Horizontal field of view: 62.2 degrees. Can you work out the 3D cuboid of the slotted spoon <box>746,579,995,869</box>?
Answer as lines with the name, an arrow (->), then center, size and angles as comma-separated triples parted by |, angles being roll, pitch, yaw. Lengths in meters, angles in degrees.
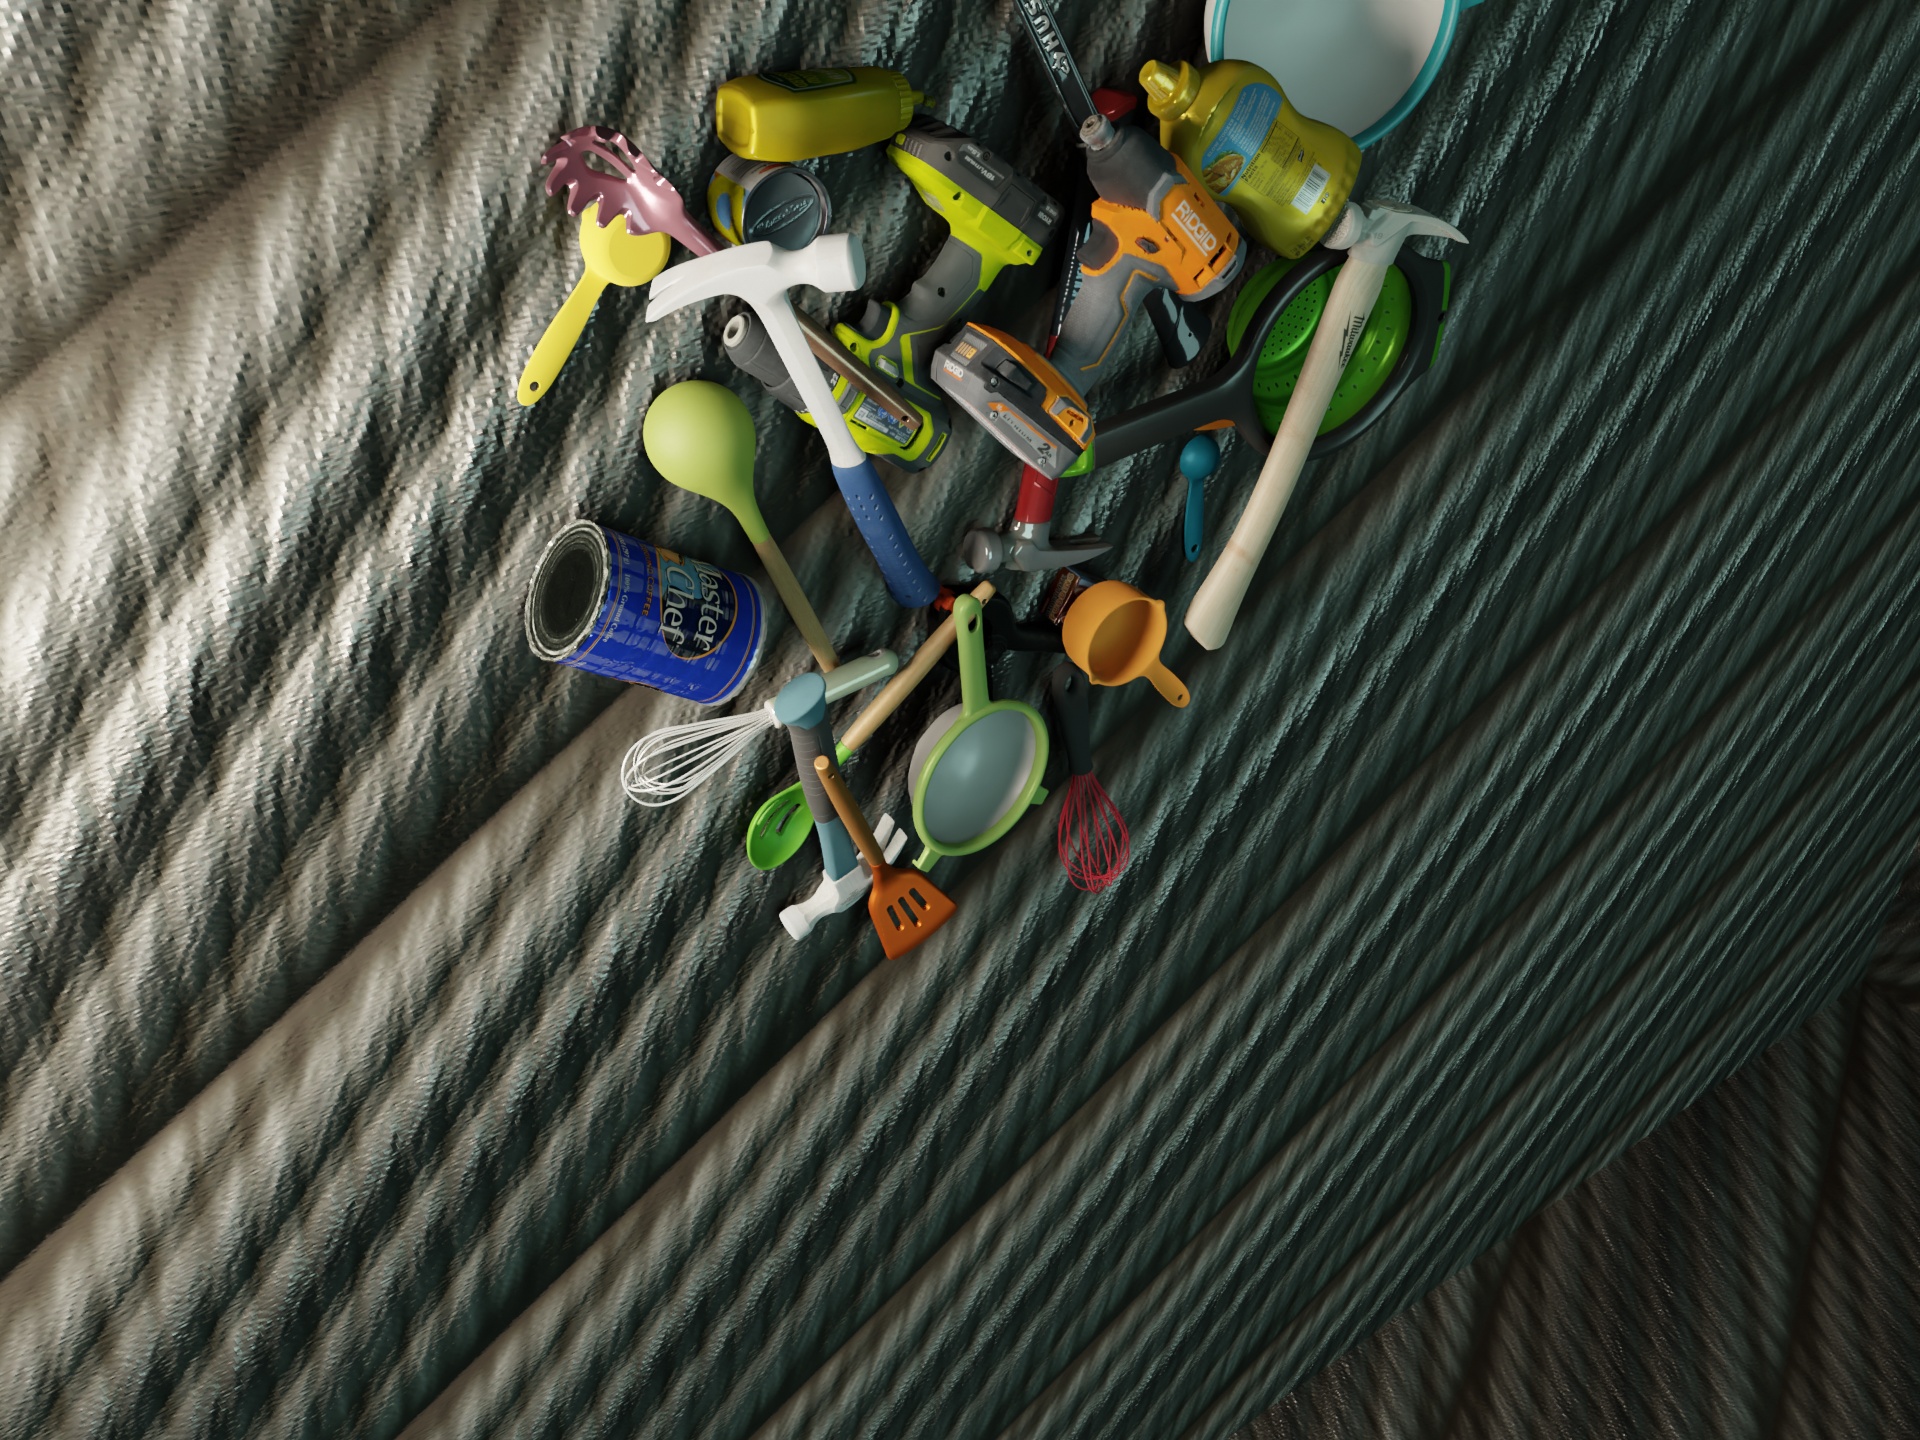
slotted spoon -> -0.077, 0.003, 1.338 | 0.313, 0.031, 0.070 | -48, 145, 10

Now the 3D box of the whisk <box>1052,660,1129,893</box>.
whisk -> 0.118, 0.058, 1.521 | 0.073, 0.073, 0.295 | -30, 134, -19

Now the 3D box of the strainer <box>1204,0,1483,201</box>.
strainer -> 0.226, -0.492, 1.220 | 0.210, 0.095, 0.340 | 26, 111, -37

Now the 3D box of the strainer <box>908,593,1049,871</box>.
strainer -> -0.002, -0.004, 1.355 | 0.151, 0.069, 0.256 | -29, 132, -29

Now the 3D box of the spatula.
spatula -> -0.072, 0.114, 1.353 | 0.081, 0.041, 0.322 | -37, 151, -9

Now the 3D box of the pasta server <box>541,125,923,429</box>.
pasta server -> -0.137, -0.282, 1.048 | 0.060, 0.040, 0.316 | -31, 132, 31

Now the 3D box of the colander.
colander -> 0.227, -0.302, 1.345 | 0.397, 0.095, 0.204 | -24, 137, -17

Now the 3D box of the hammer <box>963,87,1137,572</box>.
hammer -> 0.098, -0.303, 1.282 | 0.143, 0.038, 0.386 | -10, 125, -34

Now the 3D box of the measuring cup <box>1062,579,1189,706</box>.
measuring cup -> 0.155, -0.063, 1.439 | 0.095, 0.052, 0.173 | -49, 138, 2

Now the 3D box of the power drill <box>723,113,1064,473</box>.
power drill -> -0.047, -0.308, 1.139 | 0.190, 0.080, 0.228 | 23, 106, -42

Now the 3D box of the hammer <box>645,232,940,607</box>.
hammer -> -0.089, -0.194, 1.136 | 0.144, 0.035, 0.405 | -2, 154, 13

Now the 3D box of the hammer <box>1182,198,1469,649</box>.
hammer -> 0.290, -0.237, 1.350 | 0.146, 0.038, 0.410 | -6, 131, -34

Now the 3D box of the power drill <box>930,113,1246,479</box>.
power drill -> 0.085, -0.303, 1.125 | 0.226, 0.084, 0.164 | -50, 132, 4

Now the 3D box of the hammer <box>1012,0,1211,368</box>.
hammer -> 0.085, -0.426, 1.137 | 0.149, 0.036, 0.408 | -38, 124, -7

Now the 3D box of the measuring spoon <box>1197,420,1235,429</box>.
measuring spoon -> 0.241, -0.276, 1.435 | 0.117, 0.011, 0.021 | -11, 125, -28

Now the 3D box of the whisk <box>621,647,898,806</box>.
whisk -> -0.157, 0.000, 1.273 | 0.246, 0.058, 0.059 | -26, 113, -19

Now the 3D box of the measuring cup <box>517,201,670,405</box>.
measuring cup -> -0.243, -0.271, 1.042 | 0.062, 0.029, 0.156 | 27, 98, -45

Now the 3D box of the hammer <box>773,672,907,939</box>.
hammer -> -0.112, 0.069, 1.318 | 0.128, 0.033, 0.330 | -34, 151, -18

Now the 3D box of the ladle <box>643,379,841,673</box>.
ladle -> -0.149, -0.129, 1.216 | 0.078, 0.062, 0.319 | -36, 142, -9

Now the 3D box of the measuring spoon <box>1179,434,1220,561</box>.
measuring spoon -> 0.222, -0.200, 1.460 | 0.042, 0.021, 0.128 | -21, 129, -25
